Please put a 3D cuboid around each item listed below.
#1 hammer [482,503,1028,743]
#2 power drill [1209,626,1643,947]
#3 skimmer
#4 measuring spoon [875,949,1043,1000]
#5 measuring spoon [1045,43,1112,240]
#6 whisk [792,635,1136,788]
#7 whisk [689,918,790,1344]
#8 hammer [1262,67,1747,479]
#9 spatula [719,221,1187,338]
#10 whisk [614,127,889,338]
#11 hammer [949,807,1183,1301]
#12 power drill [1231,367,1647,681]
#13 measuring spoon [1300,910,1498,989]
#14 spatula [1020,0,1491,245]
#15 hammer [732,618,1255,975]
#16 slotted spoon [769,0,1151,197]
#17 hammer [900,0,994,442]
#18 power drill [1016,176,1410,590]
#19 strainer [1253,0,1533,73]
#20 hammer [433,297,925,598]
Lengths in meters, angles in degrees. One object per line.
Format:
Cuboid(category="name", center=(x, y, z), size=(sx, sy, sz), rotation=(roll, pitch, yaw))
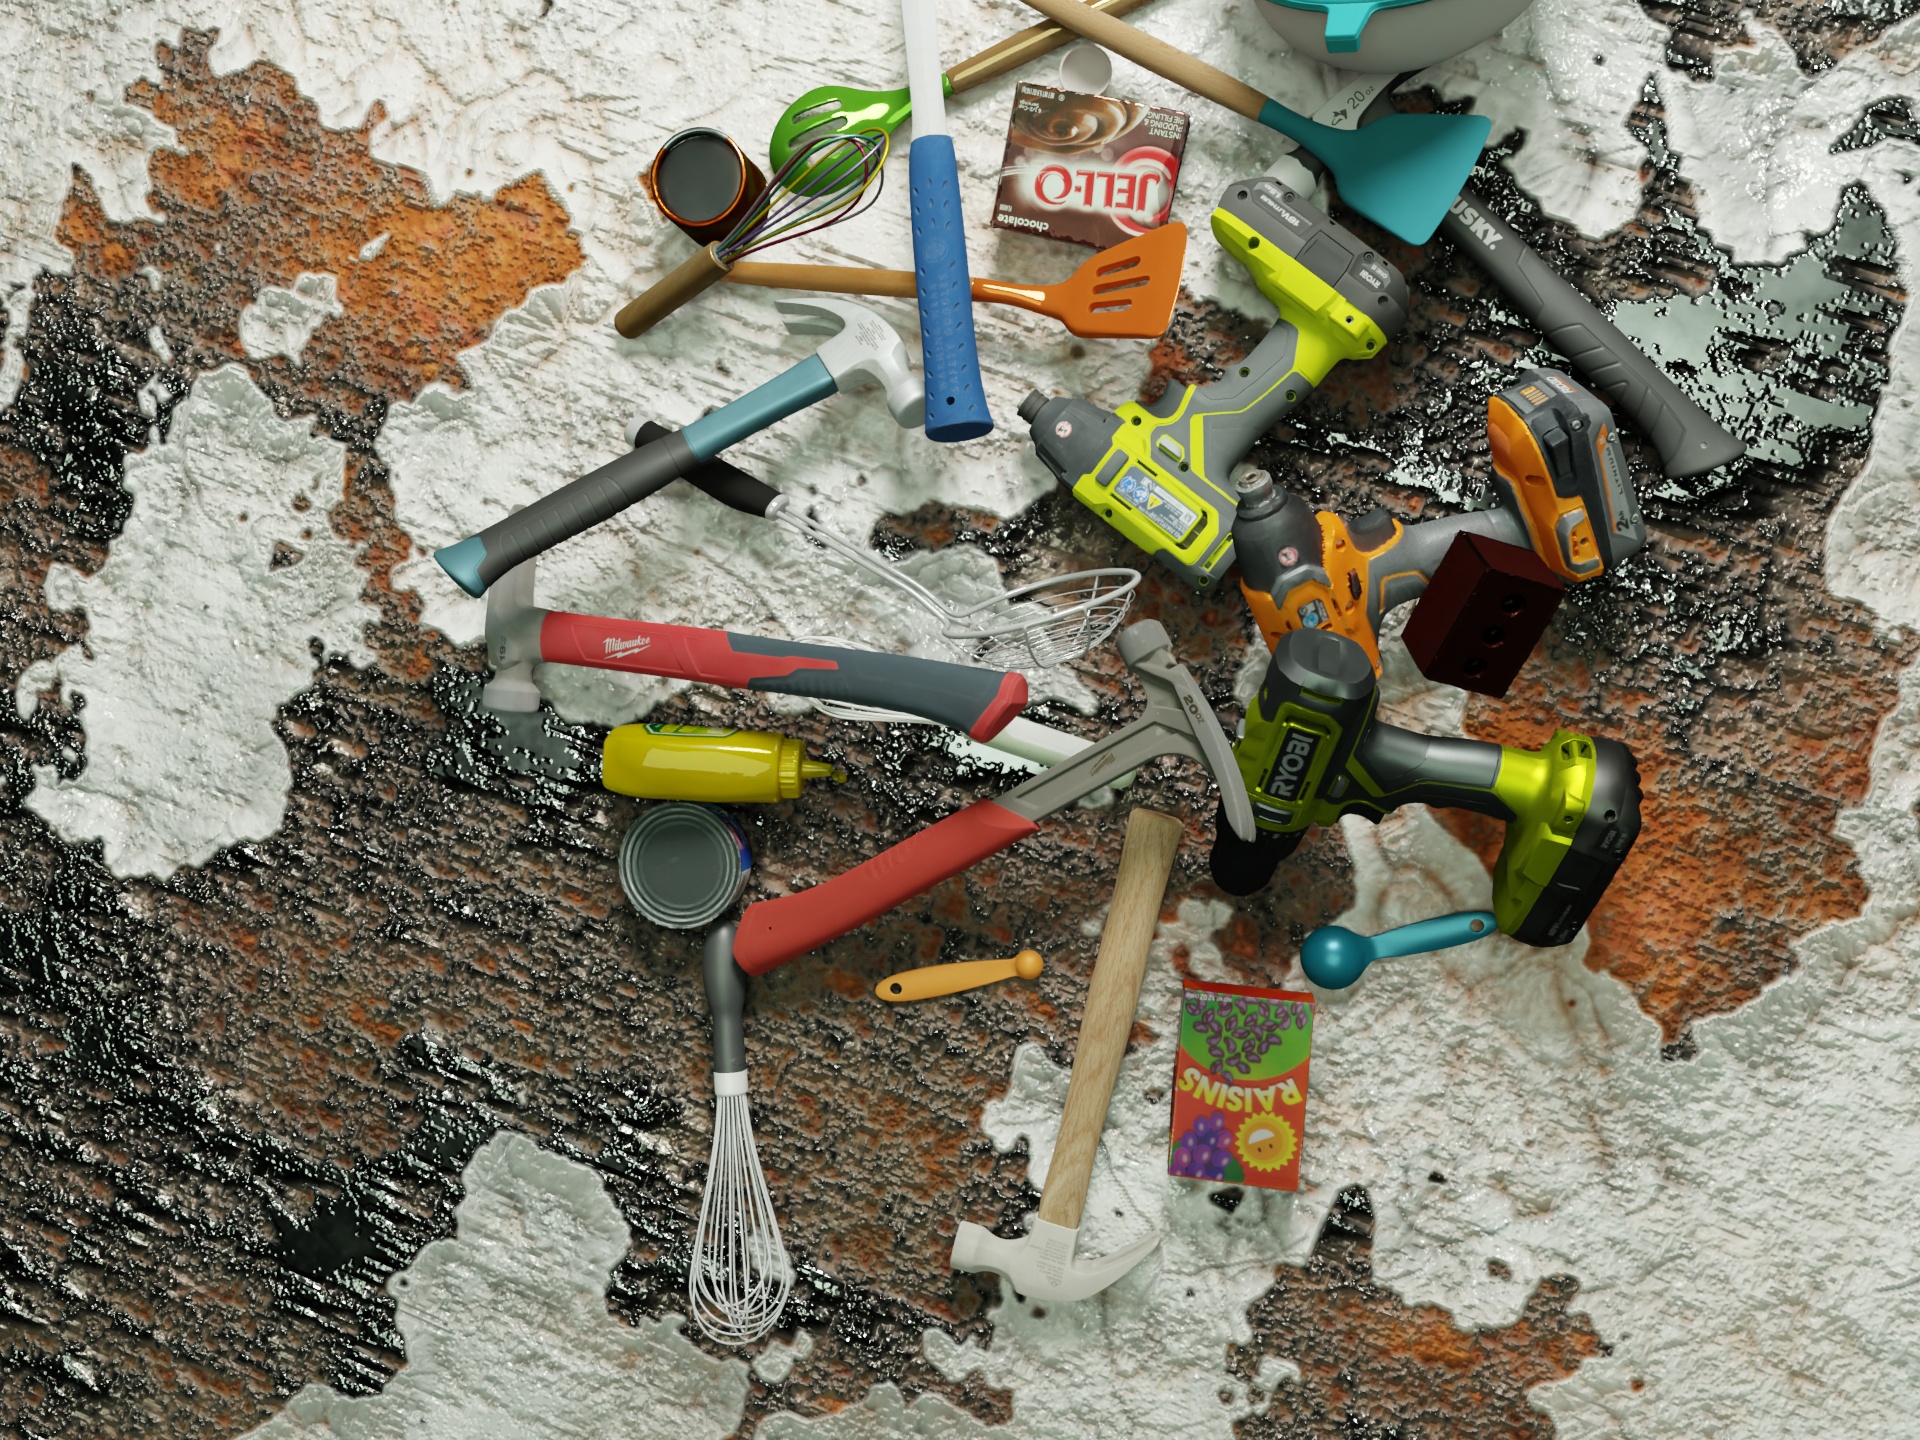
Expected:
Cuboid(category="hammer", center=(-0.140, -0.054, 1.028), size=(0.386, 0.038, 0.143), rotation=(8, 93, 21))
Cuboid(category="power drill", center=(0.272, 0.056, 0.971), size=(0.228, 0.080, 0.190), rotation=(16, 128, 4))
Cuboid(category="skimmer", center=(-0.060, -0.135, 1.027), size=(0.363, 0.127, 0.090), rotation=(30, 121, 13))
Cuboid(category="measuring spoon", center=(-0.002, 0.173, 1.070), size=(0.117, 0.011, 0.021), rotation=(-11, 91, 9))
Cuboid(category="measuring spoon", center=(0.071, -0.376, 1.039), size=(0.034, 0.018, 0.124), rotation=(14, 101, 2))
Cuboid(category="whisk", center=(-0.002, -0.003, 1.047), size=(0.246, 0.058, 0.059), rotation=(18, 138, 3))
Cuboid(category="whisk", center=(-0.153, 0.277, 1.078), size=(0.070, 0.070, 0.284), rotation=(-4, 87, 9))
Cuboid(category="hammer", center=(0.357, -0.277, 0.988), size=(0.146, 0.035, 0.335), rotation=(-45, 86, 8))
Cuboid(category="spatula", center=(-0.015, -0.284, 1.022), size=(0.322, 0.041, 0.081), rotation=(8, 75, 16))
Cuboid(category="whisk", center=(-0.138, -0.305, 1.014), size=(0.245, 0.051, 0.047), rotation=(-23, 84, 34))
Cuboid(category="hammer", center=(0.093, 0.222, 1.048), size=(0.130, 0.031, 0.331), rotation=(14, 94, 8))
Cuboid(category="power drill", center=(0.276, -0.119, 0.955), size=(0.226, 0.084, 0.164), rotation=(-27, 122, 8))
Cuboid(category="measuring spoon", center=(0.283, 0.144, 1.021), size=(0.128, 0.021, 0.042), rotation=(-15, 90, 10))
Cuboid(category="spatula", center=(0.164, -0.392, 0.977), size=(0.317, 0.044, 0.082), rotation=(31, 100, 11))
Cuboid(category="hammer", center=(0.006, 0.084, 1.013), size=(0.359, 0.036, 0.149), rotation=(-30, 70, 20))
Cuboid(category="slotted spoon", center=(0.016, -0.429, 1.037), size=(0.314, 0.031, 0.070), rotation=(-23, 86, 7))
Cuboid(category="hammer", center=(-0.025, -0.373, 1.002), size=(0.144, 0.035, 0.406), rotation=(-7, 80, 10))
Cuboid(category="power drill", center=(0.157, -0.218, 1.000), size=(0.171, 0.080, 0.223), rotation=(39, 100, 5))
Cuboid(category="strainer", center=(0.322, -0.481, 0.948), size=(0.340, 0.095, 0.211), rotation=(-26, 50, -1))
Cuboid(category="hammer", center=(-0.186, -0.170, 1.027), size=(0.331, 0.033, 0.128), rotation=(-29, 61, -2))
